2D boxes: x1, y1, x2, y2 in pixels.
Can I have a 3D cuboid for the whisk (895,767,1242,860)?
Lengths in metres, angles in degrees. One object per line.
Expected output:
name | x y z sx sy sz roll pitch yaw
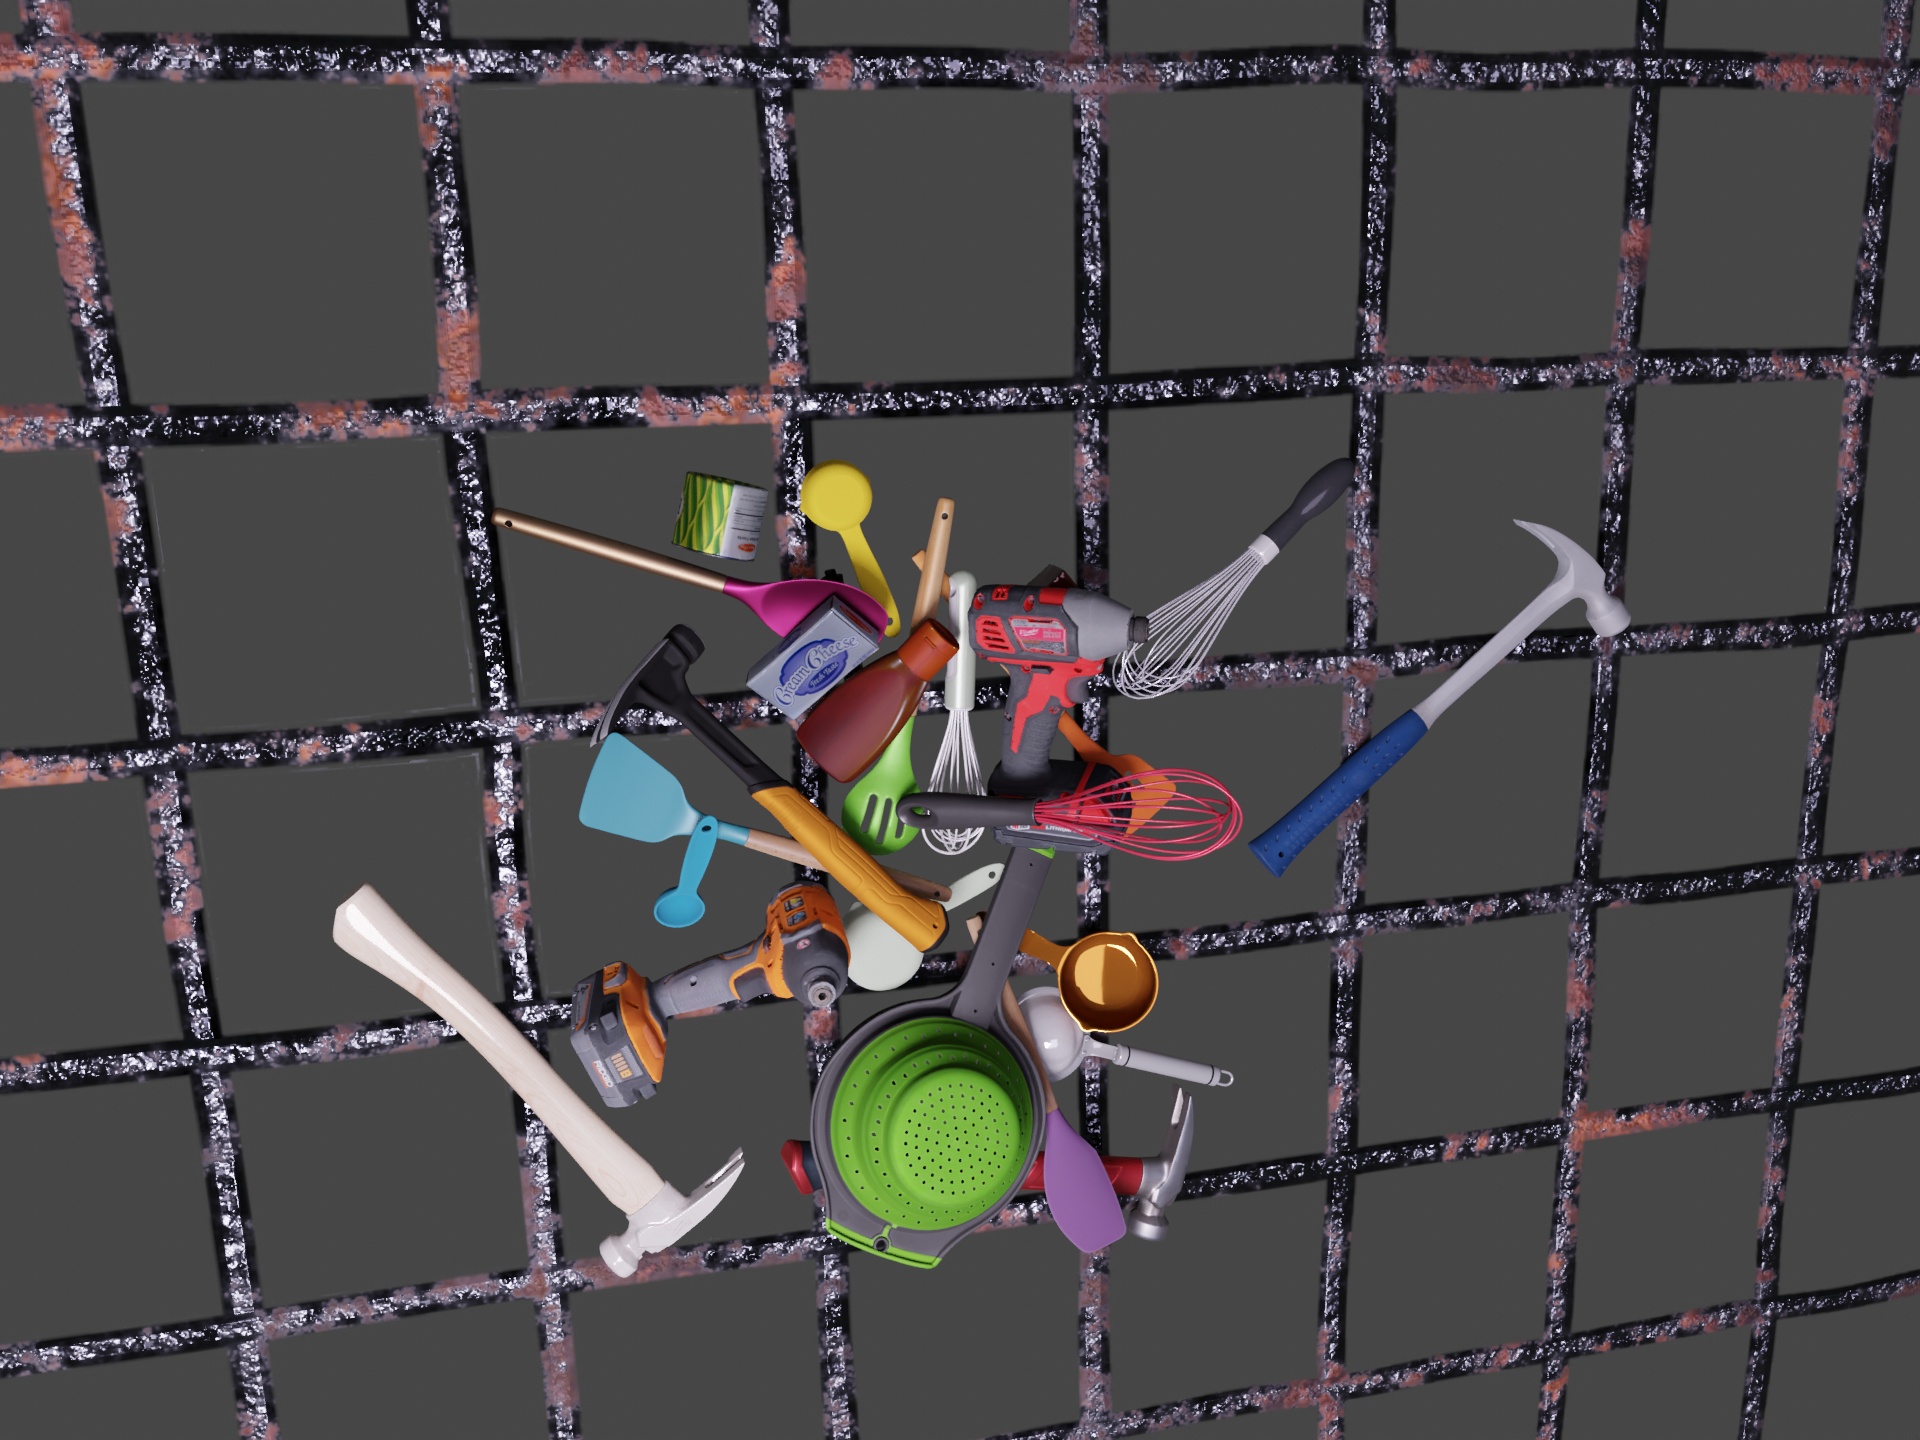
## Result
whisk | 0.080 0.072 1.261 0.296 0.073 0.073 -1 107 26

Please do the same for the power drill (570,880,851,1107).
power drill | -0.195 0.221 1.283 0.226 0.164 0.084 -25 110 -4

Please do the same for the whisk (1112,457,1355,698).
whisk | 0.236 -0.124 1.362 0.284 0.070 0.070 -45 109 -5

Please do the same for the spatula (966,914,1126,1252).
spatula | 0.067 0.318 1.392 0.060 0.018 0.316 -22 93 -13

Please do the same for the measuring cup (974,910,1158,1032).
measuring cup | 0.093 0.210 1.413 0.173 0.052 0.095 26 90 8

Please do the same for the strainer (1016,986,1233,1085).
strainer | 0.140 0.301 1.446 0.258 0.050 0.087 16 84 -20

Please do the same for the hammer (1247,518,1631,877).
hammer | 0.419 -0.013 1.437 0.405 0.035 0.144 -42 109 -1

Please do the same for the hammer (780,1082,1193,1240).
hammer | 0.031 0.382 1.407 0.386 0.038 0.143 10 96 -24

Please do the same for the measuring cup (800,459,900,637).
measuring cup | -0.081 -0.137 1.293 0.062 0.029 0.156 -25 106 -6

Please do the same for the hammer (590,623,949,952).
hammer | -0.139 0.076 1.280 0.336 0.034 0.127 44 52 -14

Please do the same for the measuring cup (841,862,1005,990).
measuring cup | -0.030 0.173 1.374 0.167 0.038 0.083 -30 108 -4

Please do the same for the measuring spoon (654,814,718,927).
measuring spoon | -0.221 0.119 1.304 0.042 0.021 0.128 8 127 -22

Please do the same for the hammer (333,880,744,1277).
hammer | -0.356 0.285 1.327 0.146 0.038 0.410 -39 108 -3

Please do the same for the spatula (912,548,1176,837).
spatula | 0.066 -0.023 1.361 0.081 0.041 0.322 -42 104 0

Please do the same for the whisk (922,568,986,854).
whisk | -0.002 -0.004 1.325 0.059 0.058 0.246 -4 106 -20

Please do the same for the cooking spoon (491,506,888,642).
cooking spoon | -0.212 -0.116 1.261 0.318 0.017 0.068 16 125 -11

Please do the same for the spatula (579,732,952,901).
spatula | -0.154 0.099 1.325 0.317 0.044 0.082 19 99 -17

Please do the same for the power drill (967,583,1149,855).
power drill | 0.084 -0.005 1.294 0.143 0.079 0.219 4 118 17

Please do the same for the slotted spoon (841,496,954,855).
slotted spoon | -0.042 -0.030 1.320 0.070 0.031 0.313 9 103 -11

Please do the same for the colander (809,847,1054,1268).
colander | 0.014 0.260 1.320 0.204 0.094 0.397 24 80 -13
